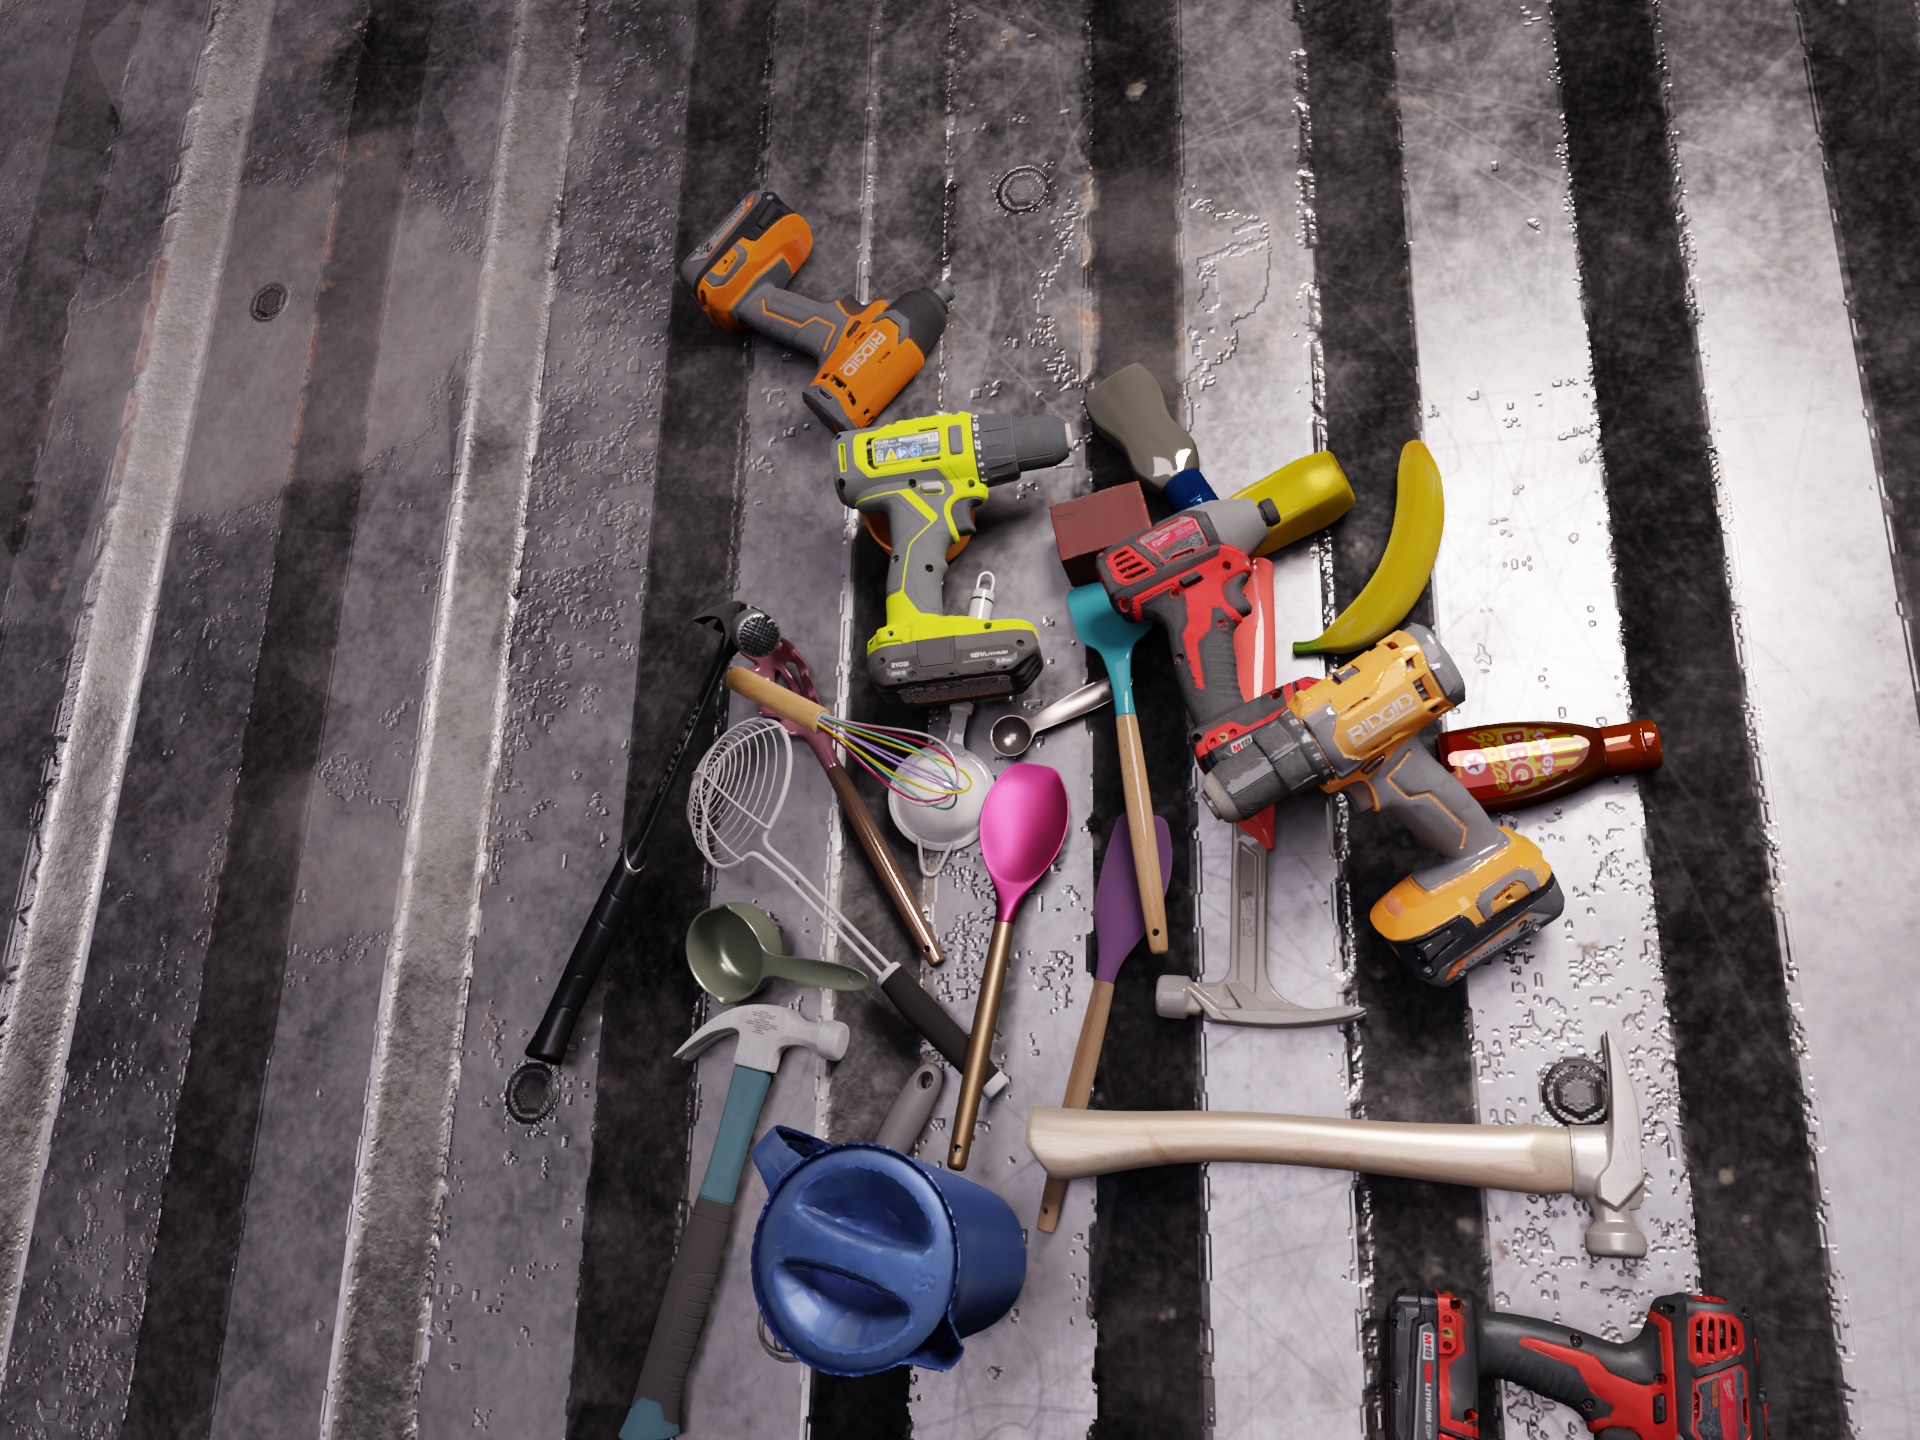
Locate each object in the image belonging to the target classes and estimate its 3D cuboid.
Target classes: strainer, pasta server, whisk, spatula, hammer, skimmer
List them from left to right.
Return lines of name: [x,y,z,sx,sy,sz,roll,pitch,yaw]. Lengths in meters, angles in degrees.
hammer: [-0.256,0.090,1.278,0.409,0.036,0.149,-65,24,2]
hammer: [-0.188,0.377,1.204,0.128,0.033,0.331,11,75,18]
pasta server: [-0.094,0.061,1.282,0.060,0.040,0.316,-38,67,17]
whisk: [-0.091,0.009,1.255,0.245,0.051,0.047,25,56,30]
skimmer: [-0.085,0.147,1.250,0.363,0.090,0.127,44,112,13]
whisk: [-0.078,0.360,1.175,0.055,0.055,0.239,25,76,22]
strainer: [-0.002,-0.004,1.278,0.087,0.050,0.259,10,71,3]
spatula: [0.103,0.220,1.181,0.060,0.018,0.316,6,73,37]
spatula: [0.134,0.025,1.221,0.082,0.044,0.318,-10,68,13]
hammer: [0.228,0.048,1.195,0.149,0.036,0.359,-1,72,16]
hammer: [0.250,0.282,1.099,0.410,0.038,0.146,0,70,13]

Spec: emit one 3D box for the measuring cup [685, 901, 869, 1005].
measuring cup: [-0.136,0.184,1.233,0.168,0.038,0.083,6,100,27]

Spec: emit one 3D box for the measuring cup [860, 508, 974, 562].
measuring cup: [-0.030,-0.131,1.322,0.095,0.052,0.174,-6,74,12]

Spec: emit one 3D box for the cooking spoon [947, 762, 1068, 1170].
cooking spoon: [0.028,0.178,1.199,0.069,0.017,0.319,8,66,10]

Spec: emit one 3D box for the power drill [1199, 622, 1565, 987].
power drill: [0.286,0.071,1.081,0.185,0.084,0.226,-33,107,3]

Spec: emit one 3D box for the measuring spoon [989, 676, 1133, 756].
measuring spoon: [0.082,-0.005,1.270,0.124,0.018,0.034,-25,69,-1]

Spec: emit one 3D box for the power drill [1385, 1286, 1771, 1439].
power drill: [0.384,0.451,0.995,0.227,0.080,0.188,1,73,13]

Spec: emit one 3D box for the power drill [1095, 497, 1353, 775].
power drill: [0.203,-0.061,1.174,0.143,0.078,0.220,-26,68,6]

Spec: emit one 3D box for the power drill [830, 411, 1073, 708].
power drill: [0.002,-0.135,1.251,0.190,0.080,0.229,-7,75,7]

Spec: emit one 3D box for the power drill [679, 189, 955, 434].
power drill: [-0.122,-0.372,1.415,0.227,0.084,0.164,42,86,19]
